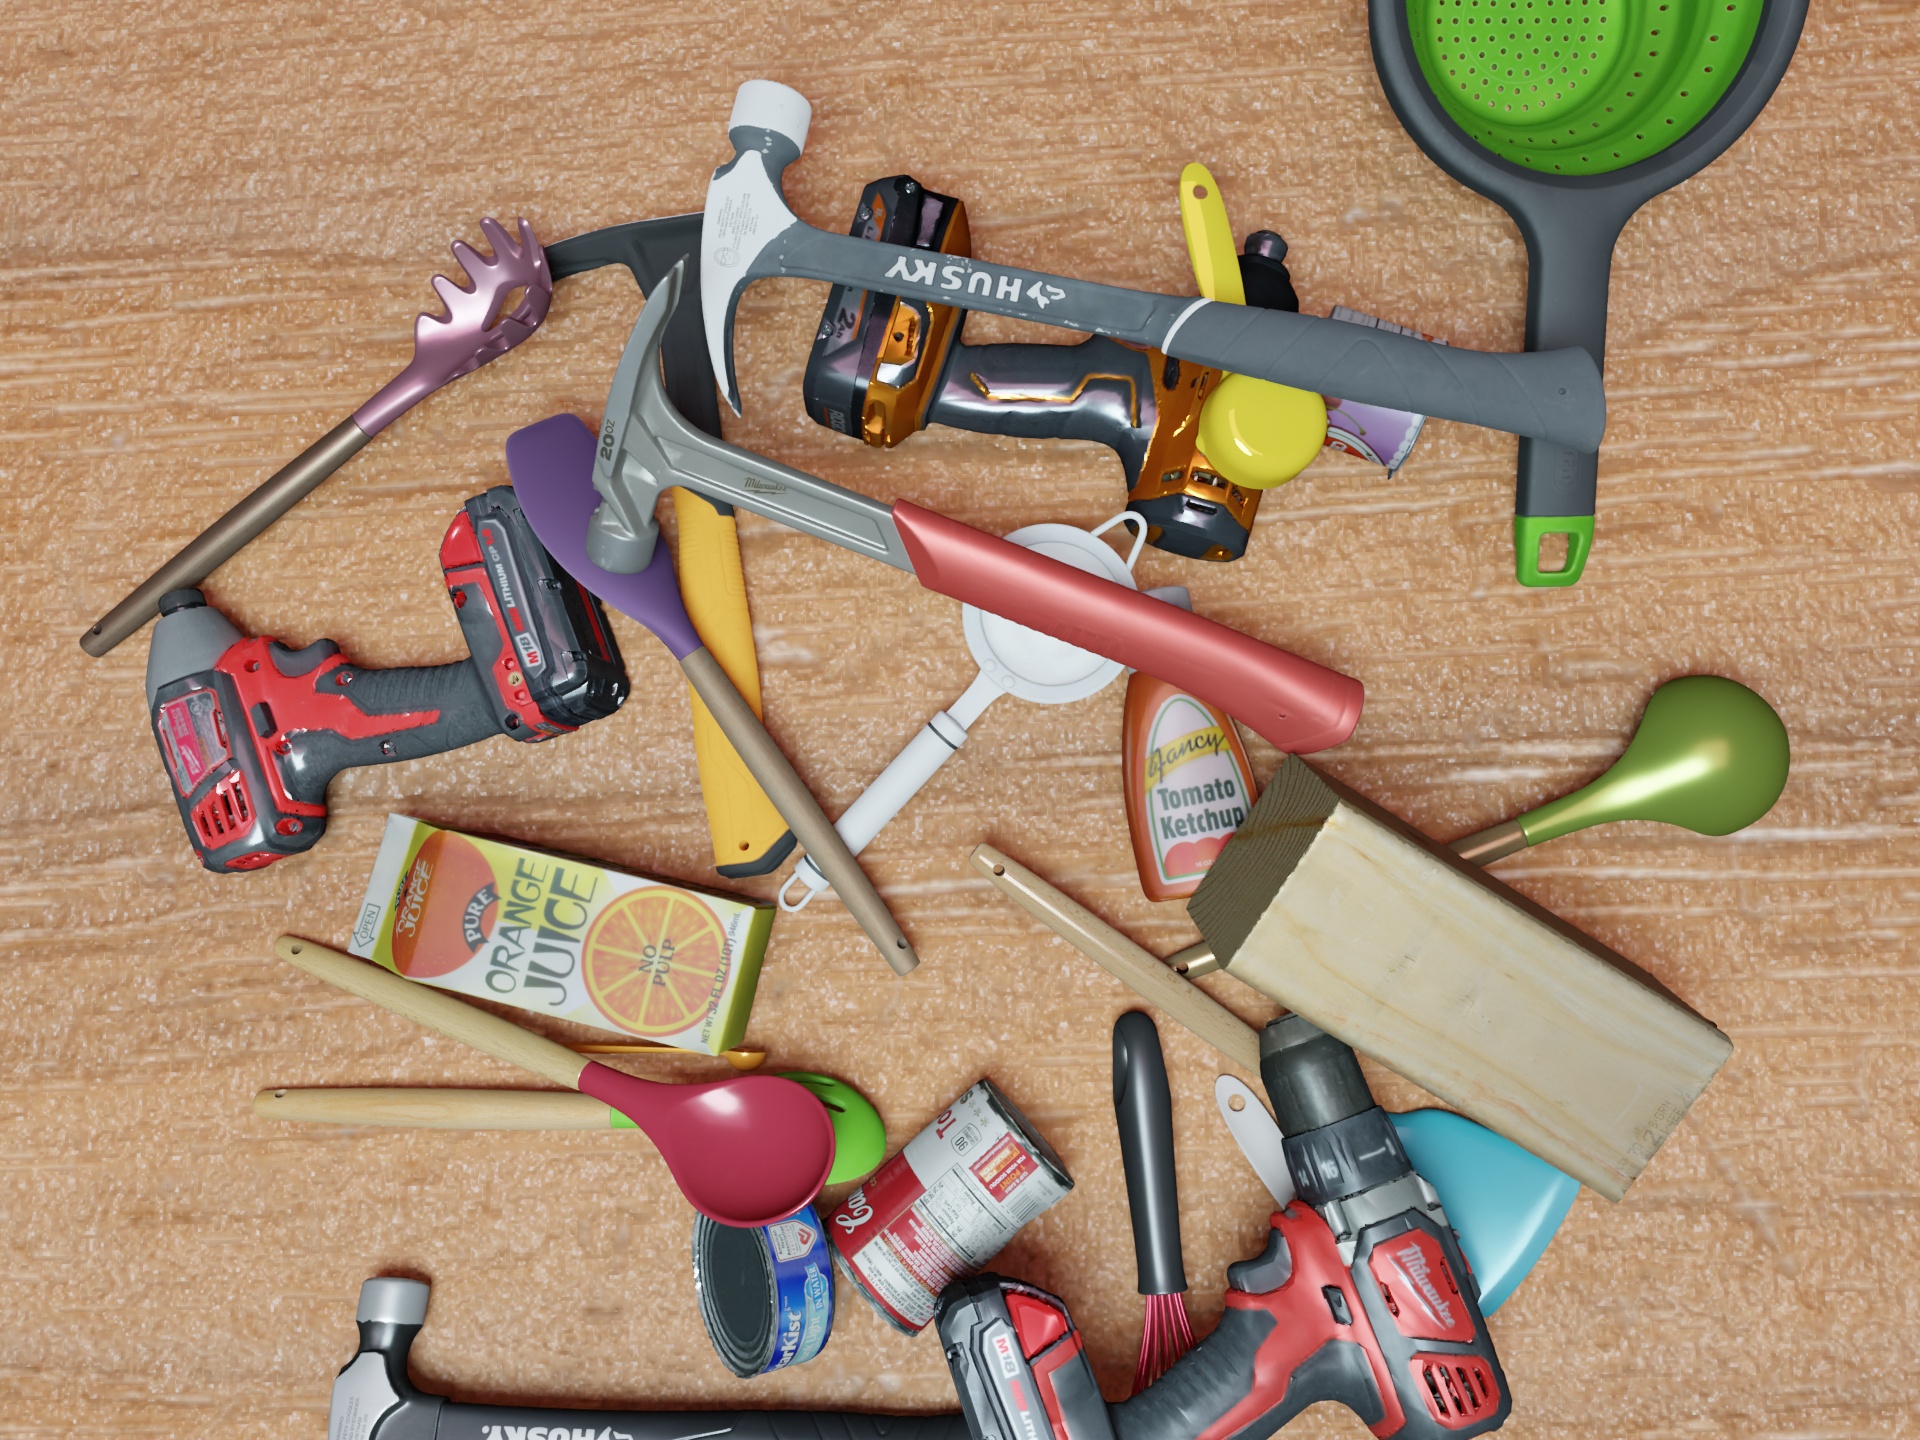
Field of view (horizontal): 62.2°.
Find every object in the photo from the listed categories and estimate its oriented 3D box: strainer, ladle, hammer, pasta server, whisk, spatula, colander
[{"bbox_3d":[-0.001,-0.002,0.777,0.087,0.050,0.258,43,95,4],"label":"strainer"},{"bbox_3d":[0.243,0.064,0.769,0.320,0.062,0.078,-23,86,6],"label":"ladle"},{"bbox_3d":[0.015,-0.073,0.708,0.359,0.037,0.149,21,126,-5],"label":"hammer"},{"bbox_3d":[-0.323,-0.133,0.791,0.316,0.040,0.060,-37,66,6],"label":"pasta server"},{"bbox_3d":[-0.198,0.158,0.745,0.315,0.031,0.069,18,60,18],"label":"ladle"},{"bbox_3d":[-0.123,0.341,0.736,0.334,0.035,0.146,2,63,-1],"label":"hammer"},{"bbox_3d":[-0.135,-0.088,0.797,0.127,0.034,0.337,-9,84,0],"label":"hammer"},{"bbox_3d":[0.096,0.285,0.738,0.073,0.073,0.296,-6,79,2],"label":"whisk"},{"bbox_3d":[0.136,0.153,0.747,0.317,0.044,0.082,35,89,-1],"label":"spatula"},{"bbox_3d":[0.080,-0.175,0.707,0.409,0.036,0.149,13,85,5],"label":"hammer"},{"bbox_3d":[-0.115,-0.010,0.756,0.060,0.018,0.316,-36,92,-40],"label":"spatula"},{"bbox_3d":[0.288,-0.267,0.783,0.204,0.094,0.397,-1,102,-2],"label":"colander"}]

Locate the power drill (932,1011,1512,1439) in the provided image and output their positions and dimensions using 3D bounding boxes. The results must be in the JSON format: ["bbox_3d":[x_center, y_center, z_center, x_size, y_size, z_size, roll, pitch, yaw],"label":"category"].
[{"bbox_3d":[0.104,0.242,0.683,0.226,0.080,0.188,-18,74,-8],"label":"power drill"}]

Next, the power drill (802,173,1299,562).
[{"bbox_3d":[0.052,-0.186,0.780,0.226,0.084,0.164,17,84,0],"label":"power drill"}]

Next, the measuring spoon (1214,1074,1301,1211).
[{"bbox_3d":[0.159,0.225,0.765,0.034,0.018,0.124,-32,77,-1],"label":"measuring spoon"}]

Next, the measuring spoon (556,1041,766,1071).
[{"bbox_3d":[-0.151,0.163,0.773,0.117,0.021,0.011,0,83,9],"label":"measuring spoon"}]

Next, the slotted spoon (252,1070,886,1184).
[{"bbox_3d":[-0.192,0.189,0.765,0.314,0.070,0.031,0,118,7],"label":"slotted spoon"}]

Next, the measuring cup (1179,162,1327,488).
[{"bbox_3d":[0.128,-0.185,0.732,0.062,0.029,0.156,-15,90,-7],"label":"measuring cup"}]

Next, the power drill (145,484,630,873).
[{"bbox_3d":[-0.288,-0.027,0.778,0.219,0.078,0.143,-22,83,3],"label":"power drill"}]
